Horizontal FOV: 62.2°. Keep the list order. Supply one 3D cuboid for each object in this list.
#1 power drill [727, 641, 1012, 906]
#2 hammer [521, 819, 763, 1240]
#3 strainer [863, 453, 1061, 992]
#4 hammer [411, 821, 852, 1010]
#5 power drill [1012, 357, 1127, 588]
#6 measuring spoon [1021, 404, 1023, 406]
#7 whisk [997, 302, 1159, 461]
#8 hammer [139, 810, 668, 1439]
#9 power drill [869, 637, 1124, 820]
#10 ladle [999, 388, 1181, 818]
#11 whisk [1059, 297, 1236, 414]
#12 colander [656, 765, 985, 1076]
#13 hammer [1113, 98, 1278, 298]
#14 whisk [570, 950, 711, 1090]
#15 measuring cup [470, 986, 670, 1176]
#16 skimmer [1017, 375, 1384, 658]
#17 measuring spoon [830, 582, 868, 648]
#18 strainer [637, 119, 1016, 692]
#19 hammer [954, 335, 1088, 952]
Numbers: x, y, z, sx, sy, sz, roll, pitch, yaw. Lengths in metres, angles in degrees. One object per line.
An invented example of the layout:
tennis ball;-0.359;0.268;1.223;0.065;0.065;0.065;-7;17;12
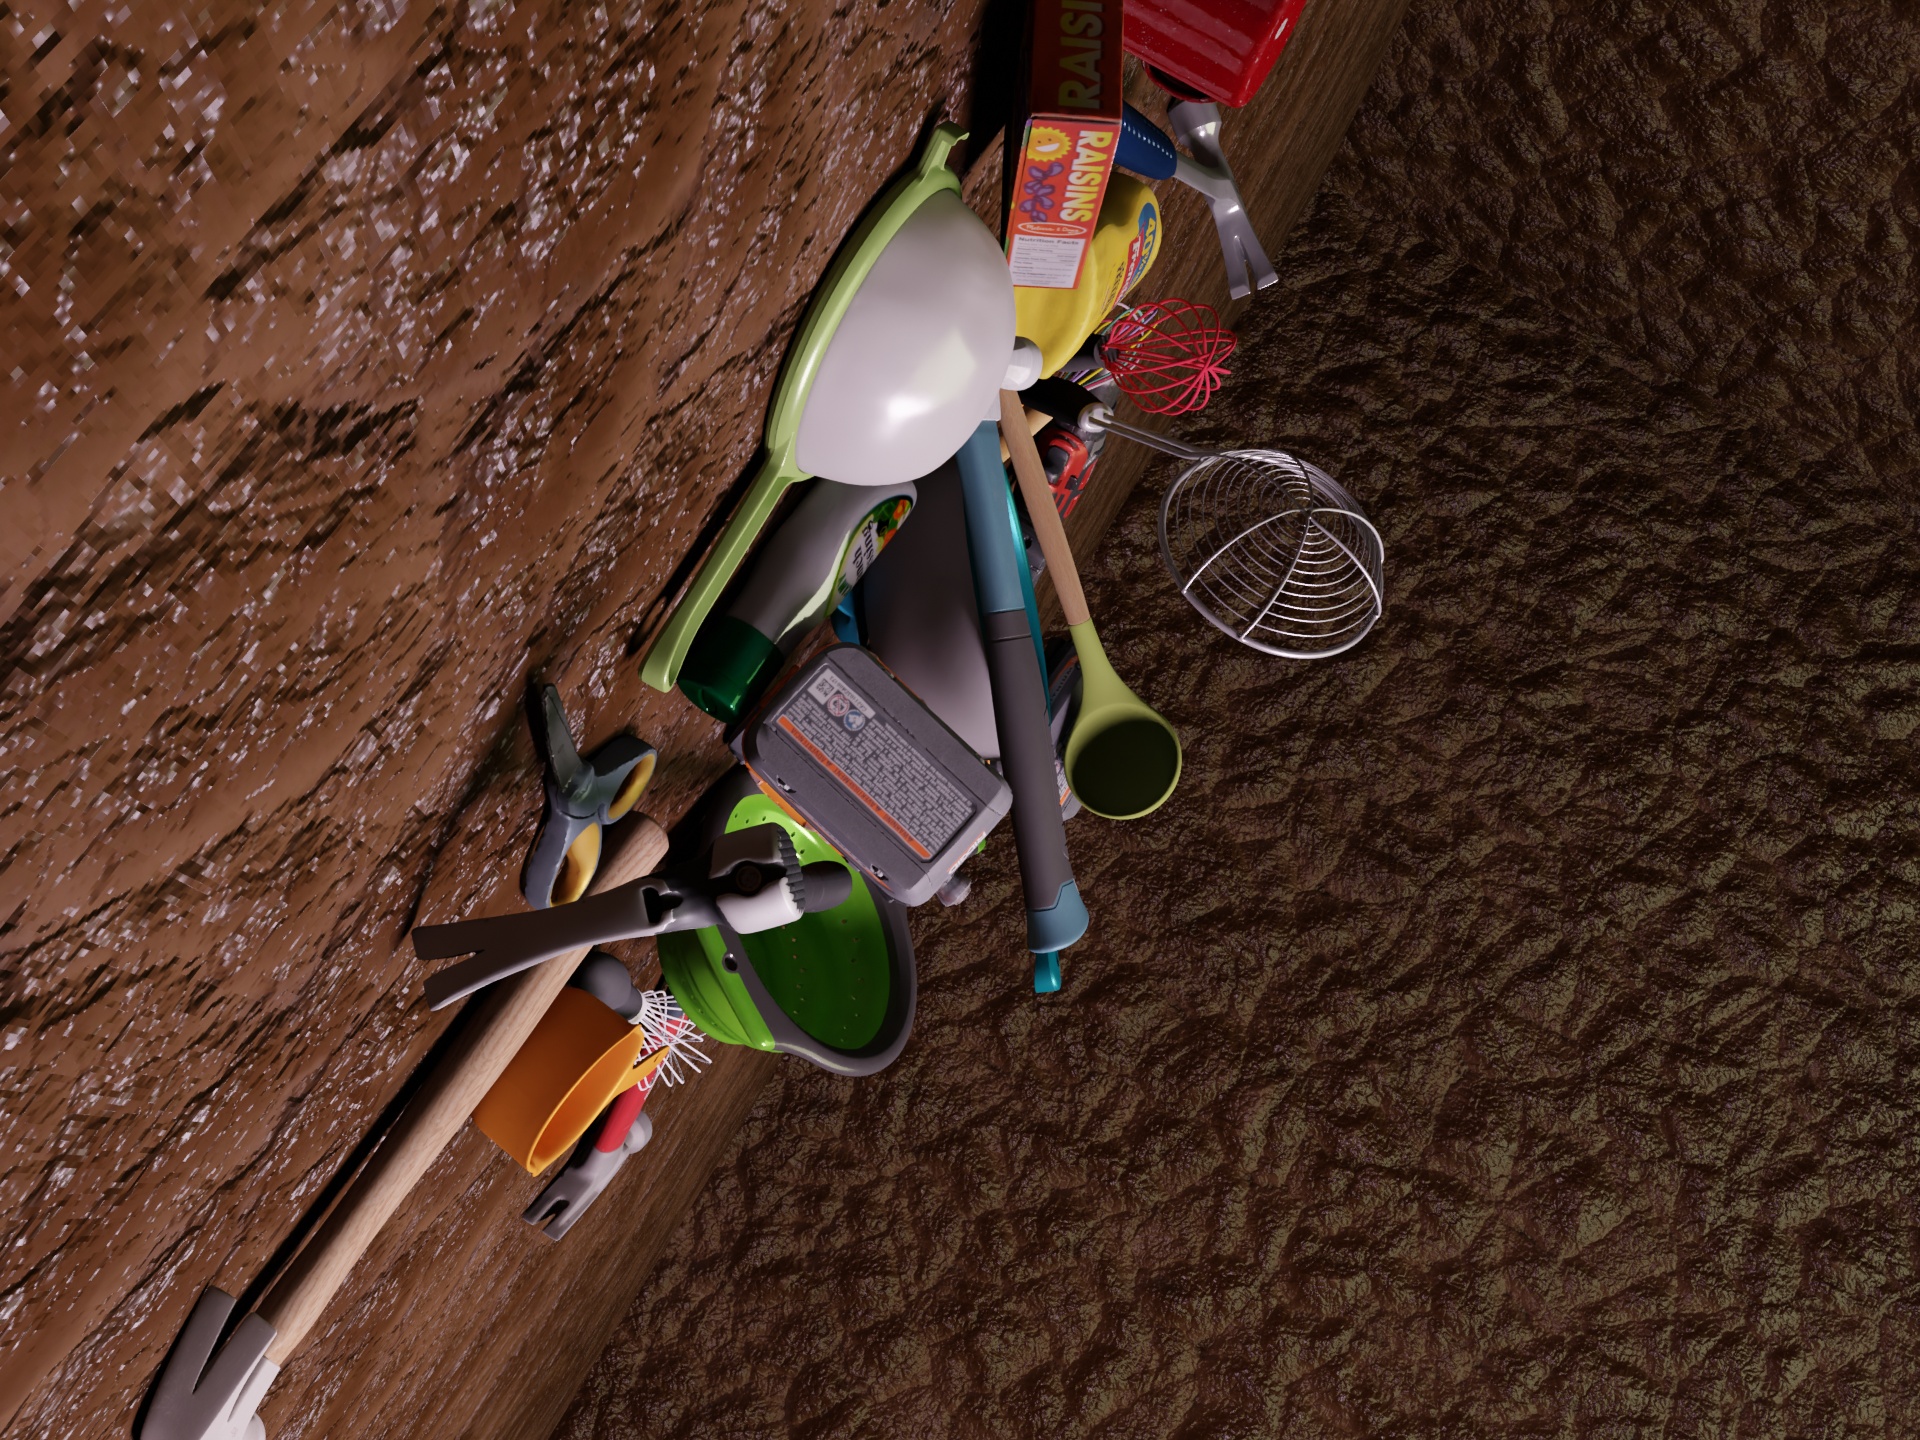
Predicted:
power drill;-0.044;0.040;0.837;0.084;0.164;0.226;-47;-176;-10
hammer;-0.208;0.206;1.147;0.386;0.038;0.143;-61;174;24
strainer;-0.002;-0.003;0.964;0.211;0.095;0.340;45;37;-75
hammer;-0.111;0.086;0.748;0.149;0.036;0.409;-15;174;4
power drill;0.068;-0.200;1.333;0.227;0.080;0.187;-59;177;-42
measuring spoon;0.069;-0.283;1.213;0.117;0.011;0.021;-58;174;30
whisk;0.077;-0.253;1.209;0.245;0.047;0.051;-46;160;-33
hammer;-0.231;0.171;0.700;0.331;0.031;0.130;-57;176;-30
power drill;0.017;-0.026;1.160;0.185;0.226;0.084;-57;133;-21
ladle;0.067;-0.083;1.003;0.078;0.320;0.062;-16;-160;12
whisk;0.105;-0.244;1.058;0.073;0.073;0.296;-60;-160;5
colander;-0.091;0.126;1.074;0.094;0.204;0.397;-27;177;24
hammer;0.127;-0.334;0.961;0.035;0.144;0.405;-20;-175;22
whisk;-0.198;0.181;0.977;0.070;0.070;0.284;-58;171;-18
measuring cup;-0.204;0.181;0.855;0.095;0.052;0.173;-55;172;3
skimmer;0.108;-0.138;0.939;0.364;0.127;0.090;-140;-136;-56
measuring spoon;-0.076;-0.072;0.942;0.128;0.021;0.042;50;40;-76
strainer;-0.043;-0.111;0.673;0.256;0.069;0.151;-60;176;-12
hammer;0.026;-0.044;0.842;0.128;0.033;0.331;-13;94;-58
